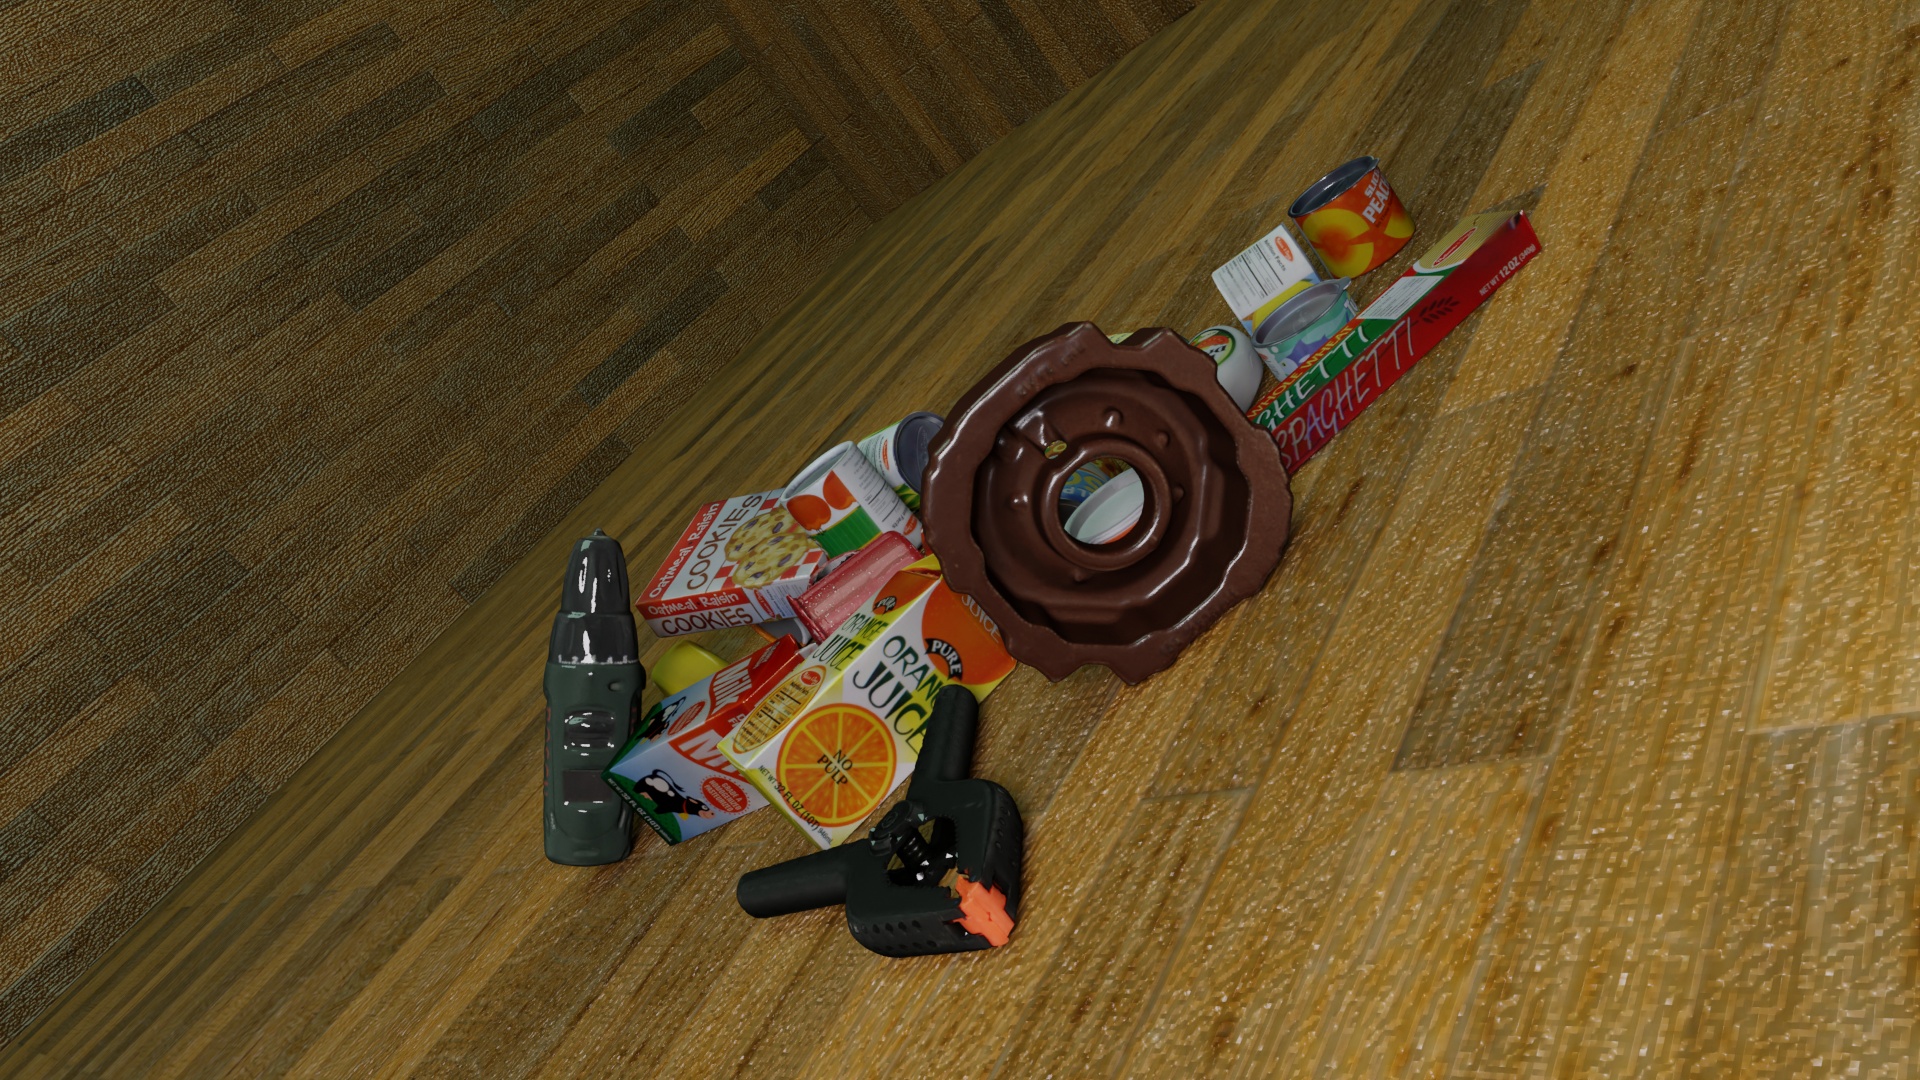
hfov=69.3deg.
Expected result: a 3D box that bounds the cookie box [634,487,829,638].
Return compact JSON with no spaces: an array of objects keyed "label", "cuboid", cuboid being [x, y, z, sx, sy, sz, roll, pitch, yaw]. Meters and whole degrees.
[{"label":"cookie box","cuboid":[-0.150,0.012,1.054,0.167,0.040,0.123,-10,35,30]}]

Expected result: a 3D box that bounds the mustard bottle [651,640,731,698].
[{"label":"mustard bottle","cuboid":[-0.182,0.114,1.035,0.049,0.065,0.160,-50,25,-15]}]

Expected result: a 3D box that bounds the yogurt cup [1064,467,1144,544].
[{"label":"yogurt cup","cuboid":[0.098,-0.002,0.753,0.072,0.054,0.072,-35,17,13]}]

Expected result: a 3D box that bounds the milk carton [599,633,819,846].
[{"label":"milk carton","cuboid":[-0.136,0.123,0.892,0.190,0.072,0.074,-27,20,34]}]

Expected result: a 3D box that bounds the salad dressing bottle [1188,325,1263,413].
[{"label":"salad dressing bottle","cuboid":[0.152,-0.082,0.864,0.064,0.044,0.148,-27,21,33]}]

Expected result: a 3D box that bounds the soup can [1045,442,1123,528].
[{"label":"soup can","cuboid":[0.064,-0.016,0.831,0.071,0.071,0.084,-32,18,24]}]

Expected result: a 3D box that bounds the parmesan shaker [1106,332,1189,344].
[{"label":"parmesan shaker","cuboid":[0.120,-0.114,0.976,0.071,0.071,0.103,-43,17,-12]}]

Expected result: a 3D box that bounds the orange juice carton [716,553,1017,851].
[{"label":"orange juice carton","cuboid":[-0.041,0.081,0.802,0.193,0.071,0.073,-44,17,-14]}]

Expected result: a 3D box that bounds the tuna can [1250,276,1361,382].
[{"label":"tuna can","cuboid":[0.220,-0.131,0.864,0.071,0.032,0.071,-36,17,13]}]

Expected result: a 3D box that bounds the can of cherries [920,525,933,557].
[{"label":"can of cherries","cuboid":[0.016,-0.001,0.901,0.058,0.071,0.072,-34,18,22]}]

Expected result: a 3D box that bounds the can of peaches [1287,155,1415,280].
[{"label":"can of peaches","cuboid":[0.268,-0.219,0.946,0.071,0.058,0.071,-35,17,12]}]

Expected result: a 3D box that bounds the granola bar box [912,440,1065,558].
[{"label":"granola bar box","cuboid":[0.004,-0.013,1.004,0.166,0.039,0.124,-41,16,-6]}]

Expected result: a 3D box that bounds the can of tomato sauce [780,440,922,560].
[{"label":"can of tomato sauce","cuboid":[-0.076,-0.016,0.963,0.071,0.083,0.071,-35,17,12]}]

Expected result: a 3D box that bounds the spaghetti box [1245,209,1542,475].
[{"label":"spaghetti box","cuboid":[0.220,-0.097,0.784,0.250,0.028,0.050,-41,17,-7]}]

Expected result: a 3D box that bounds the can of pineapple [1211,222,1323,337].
[{"label":"can of pineapple","cuboid":[0.210,-0.167,0.927,0.057,0.071,0.071,-34,17,17]}]

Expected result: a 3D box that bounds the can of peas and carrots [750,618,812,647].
[{"label":"can of peas and carrots","cuboid":[-0.134,0.045,1.099,0.070,0.071,0.059,-19,27,50]}]

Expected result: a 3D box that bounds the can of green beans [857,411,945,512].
[{"label":"can of green beans","cuboid":[-0.038,-0.055,1.013,0.057,0.071,0.071,-20,25,51]}]
